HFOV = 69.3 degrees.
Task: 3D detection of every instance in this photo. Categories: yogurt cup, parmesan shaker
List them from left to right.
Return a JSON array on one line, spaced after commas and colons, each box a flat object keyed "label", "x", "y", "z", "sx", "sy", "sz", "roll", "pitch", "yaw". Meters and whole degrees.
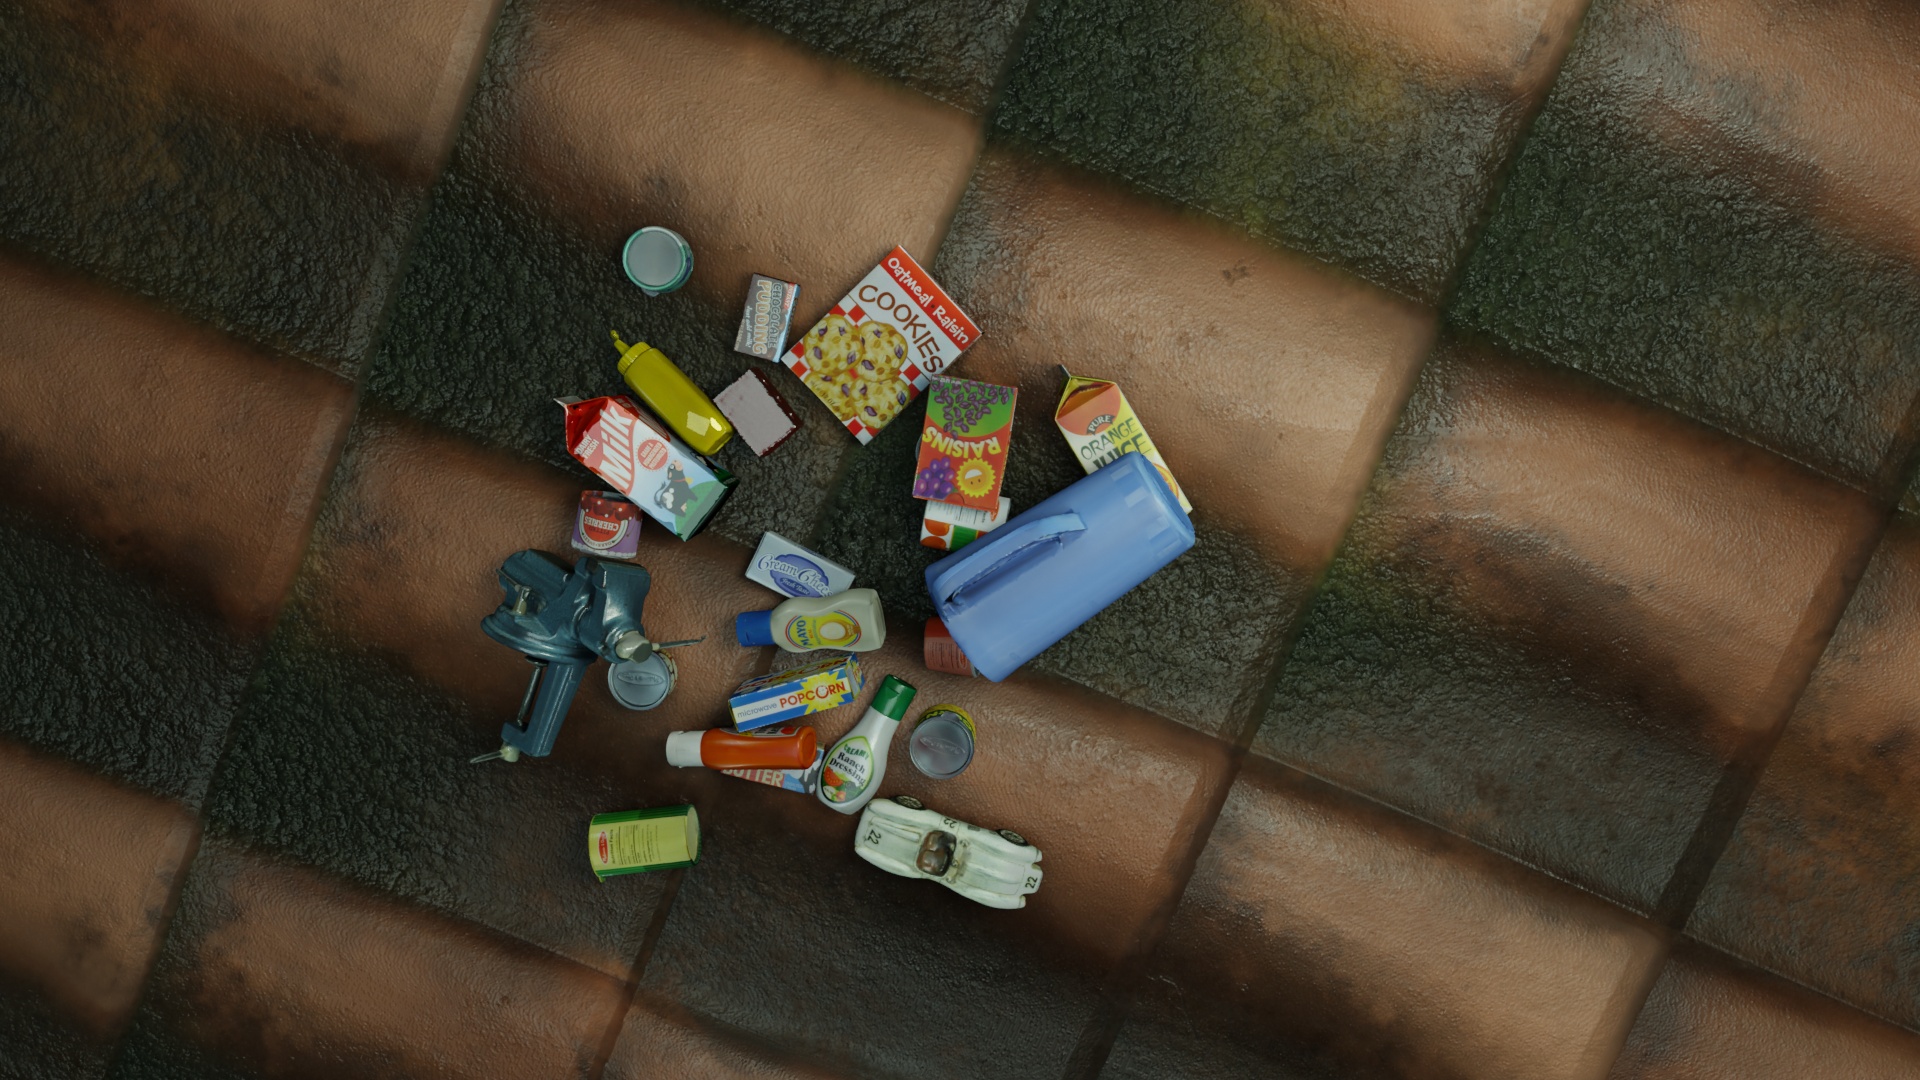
[{"label": "parmesan shaker", "x": -0.331, "y": 0.319, "z": 1.465, "sx": 0.103, "sy": 0.071, "sz": 0.071, "roll": -7, "pitch": 97, "yaw": 2}, {"label": "yogurt cup", "x": -0.007, "y": 0.107, "z": 1.433, "sx": 0.054, "sy": 0.072, "sz": 0.072, "roll": 1, "pitch": 97, "yaw": 10}]

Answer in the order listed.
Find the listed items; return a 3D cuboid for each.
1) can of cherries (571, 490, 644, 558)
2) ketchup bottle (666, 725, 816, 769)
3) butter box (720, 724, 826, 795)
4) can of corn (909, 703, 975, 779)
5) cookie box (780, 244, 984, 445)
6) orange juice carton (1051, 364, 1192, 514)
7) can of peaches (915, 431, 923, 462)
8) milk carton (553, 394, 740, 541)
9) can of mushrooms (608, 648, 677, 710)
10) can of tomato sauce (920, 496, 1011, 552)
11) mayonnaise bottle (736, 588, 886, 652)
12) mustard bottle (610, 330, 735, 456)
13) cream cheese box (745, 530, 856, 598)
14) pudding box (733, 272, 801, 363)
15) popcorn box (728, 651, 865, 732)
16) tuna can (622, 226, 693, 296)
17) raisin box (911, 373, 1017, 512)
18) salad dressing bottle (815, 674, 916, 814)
[{"label": "can of cherries", "x": -0.361, "y": -0.017, "z": 1.425, "sx": 0.071, "sy": 0.071, "sz": 0.058, "roll": 13, "pitch": 97, "yaw": 0}, {"label": "ketchup bottle", "x": -0.226, "y": 0.214, "z": 1.428, "sx": 0.149, "sy": 0.065, "sz": 0.043, "roll": -2, "pitch": 90, "yaw": 10}, {"label": "butter box", "x": -0.198, "y": 0.231, "z": 1.472, "sx": 0.103, "sy": 0.024, "sz": 0.053, "roll": 13, "pitch": 96, "yaw": 0}, {"label": "can of corn", "x": -0.017, "y": 0.206, "z": 1.446, "sx": 0.071, "sy": 0.058, "sz": 0.071, "roll": 0, "pitch": 97, "yaw": 2}, {"label": "cookie box", "x": -0.078, "y": -0.198, "z": 1.411, "sx": 0.167, "sy": 0.040, "sz": 0.123, "roll": -43, "pitch": 94, "yaw": 7}, {"label": "orange juice carton", "x": 0.151, "y": -0.096, "z": 1.399, "sx": 0.073, "sy": 0.072, "sz": 0.192, "roll": -32, "pitch": 95, "yaw": 5}, {"label": "can of peaches", "x": -0.011, "y": -0.093, "z": 1.412, "sx": 0.071, "sy": 0.058, "sz": 0.071, "roll": 0, "pitch": 97, "yaw": 3}, {"label": "milk carton", "x": -0.327, "y": -0.088, "z": 1.415, "sx": 0.190, "sy": 0.072, "sz": 0.073, "roll": 38, "pitch": 97, "yaw": -2}, {"label": "can of mushrooms", "x": -0.333, "y": 0.141, "z": 1.461, "sx": 0.071, "sy": 0.033, "sz": 0.071, "roll": 0, "pitch": 97, "yaw": 3}, {"label": "can of tomato sauce", "x": 0.005, "y": -0.018, "z": 1.417, "sx": 0.083, "sy": 0.071, "sz": 0.071, "roll": 11, "pitch": 97, "yaw": 1}, {"label": "mayonnaise bottle", "x": -0.154, "y": 0.086, "z": 1.422, "sx": 0.148, "sy": 0.041, "sz": 0.064, "roll": -6, "pitch": 117, "yaw": 11}, {"label": "mustard bottle", "x": -0.301, "y": -0.154, "z": 1.414, "sx": 0.160, "sy": 0.065, "sz": 0.049, "roll": 44, "pitch": 91, "yaw": 2}, {"label": "cream cheese box", "x": -0.167, "y": 0.035, "z": 1.448, "sx": 0.104, "sy": 0.024, "sz": 0.053, "roll": 27, "pitch": 96, "yaw": -1}, {"label": "pudding box", "x": -0.197, "y": -0.226, "z": 1.416, "sx": 0.050, "sy": 0.030, "sz": 0.083, "roll": 16, "pitch": 97, "yaw": -1}, {"label": "popcorn box", "x": -0.168, "y": 0.155, "z": 1.432, "sx": 0.127, "sy": 0.085, "sz": 0.038, "roll": -15, "pitch": 95, "yaw": 4}, {"label": "tuna can", "x": -0.309, "y": -0.283, "z": 1.412, "sx": 0.071, "sy": 0.033, "sz": 0.071, "roll": 0, "pitch": 96, "yaw": 2}, {"label": "raisin box", "x": 0.005, "y": -0.096, "z": 1.361, "sx": 0.086, "sy": 0.040, "sz": 0.123, "roll": 10, "pitch": 98, "yaw": 0}, {"label": "salad dressing bottle", "x": -0.097, "y": 0.212, "z": 1.451, "sx": 0.064, "sy": 0.044, "sz": 0.147, "roll": 29, "pitch": 90, "yaw": 18}]
